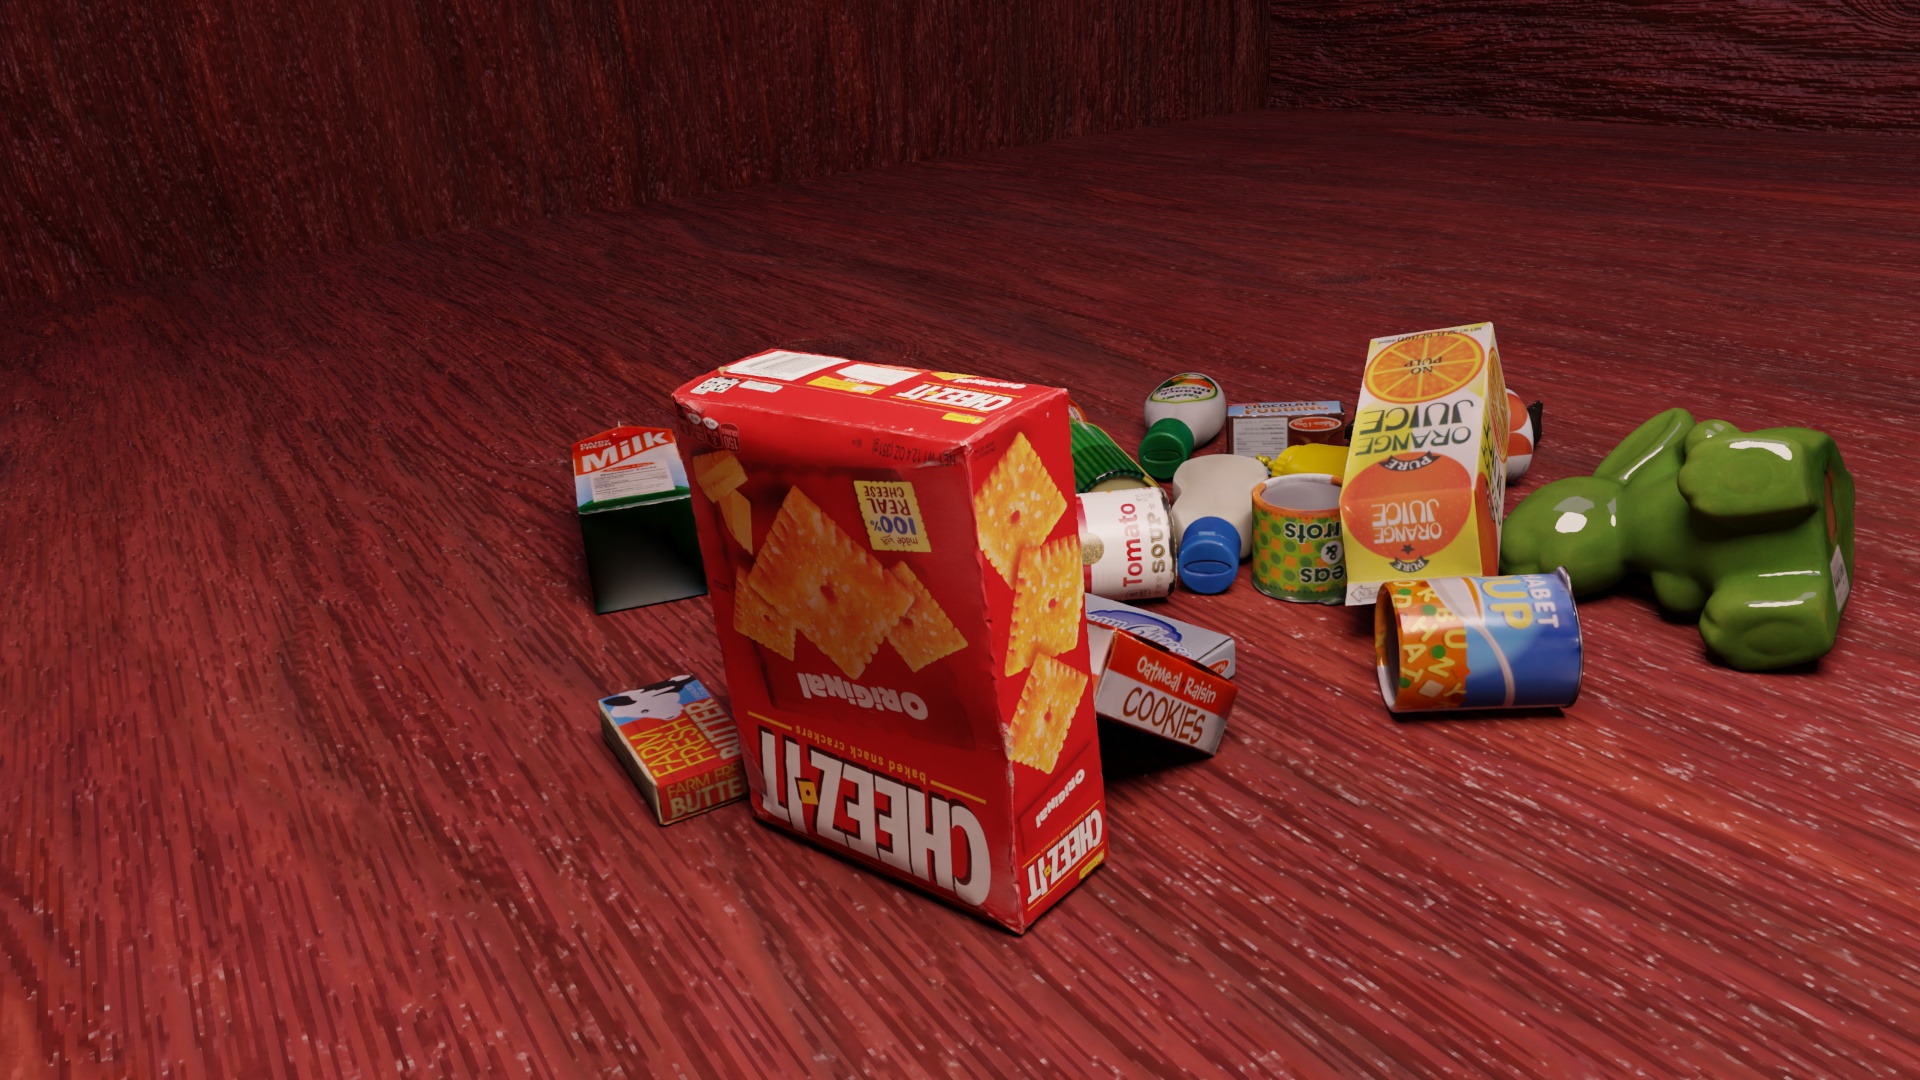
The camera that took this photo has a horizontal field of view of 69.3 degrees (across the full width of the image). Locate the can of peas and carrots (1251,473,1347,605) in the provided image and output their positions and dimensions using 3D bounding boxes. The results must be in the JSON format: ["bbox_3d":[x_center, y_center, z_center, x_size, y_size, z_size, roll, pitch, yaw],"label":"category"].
[{"bbox_3d":[0.208,-0.002,0.829,0.071,0.058,0.071,-5,22,2],"label":"can of peas and carrots"}]

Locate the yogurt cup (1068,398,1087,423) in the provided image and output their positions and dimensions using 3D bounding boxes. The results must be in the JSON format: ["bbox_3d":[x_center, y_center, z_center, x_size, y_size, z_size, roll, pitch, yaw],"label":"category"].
[{"bbox_3d":[0.060,-0.079,1.047,0.072,0.072,0.054,12,19,35],"label":"yogurt cup"}]

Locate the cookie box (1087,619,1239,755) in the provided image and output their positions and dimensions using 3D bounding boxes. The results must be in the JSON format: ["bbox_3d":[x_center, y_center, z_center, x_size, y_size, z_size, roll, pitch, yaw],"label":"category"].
[{"bbox_3d":[0.031,0.054,0.670,0.167,0.040,0.123,13,-7,38],"label":"cookie box"}]

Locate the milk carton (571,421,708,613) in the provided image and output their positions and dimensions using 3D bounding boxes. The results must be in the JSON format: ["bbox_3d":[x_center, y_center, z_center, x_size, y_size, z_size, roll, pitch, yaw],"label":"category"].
[{"bbox_3d":[-0.224,-0.024,0.954,0.073,0.072,0.191,-10,24,-13],"label":"milk carton"}]

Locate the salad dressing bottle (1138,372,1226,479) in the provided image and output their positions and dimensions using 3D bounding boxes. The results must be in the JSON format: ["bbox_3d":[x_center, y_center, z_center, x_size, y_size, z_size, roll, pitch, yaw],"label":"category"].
[{"bbox_3d":[0.168,-0.089,1.072,0.064,0.043,0.148,1,23,18],"label":"salad dressing bottle"}]

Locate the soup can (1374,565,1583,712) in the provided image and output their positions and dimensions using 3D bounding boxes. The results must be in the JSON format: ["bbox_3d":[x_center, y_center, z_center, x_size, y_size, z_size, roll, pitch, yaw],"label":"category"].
[{"bbox_3d":[0.252,0.048,0.681,0.084,0.071,0.071,-3,22,6],"label":"soup can"}]

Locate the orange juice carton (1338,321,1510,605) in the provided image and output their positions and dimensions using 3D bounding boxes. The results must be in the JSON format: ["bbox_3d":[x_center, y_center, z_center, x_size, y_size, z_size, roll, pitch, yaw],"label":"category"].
[{"bbox_3d":[0.265,-0.035,0.787,0.072,0.072,0.194,-5,41,30],"label":"orange juice carton"}]

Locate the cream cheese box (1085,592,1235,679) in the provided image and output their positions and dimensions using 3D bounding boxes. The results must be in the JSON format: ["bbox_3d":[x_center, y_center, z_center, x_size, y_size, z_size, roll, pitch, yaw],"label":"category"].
[{"bbox_3d":[0.090,0.059,0.749,0.104,0.024,0.053,16,30,42],"label":"cream cheese box"}]

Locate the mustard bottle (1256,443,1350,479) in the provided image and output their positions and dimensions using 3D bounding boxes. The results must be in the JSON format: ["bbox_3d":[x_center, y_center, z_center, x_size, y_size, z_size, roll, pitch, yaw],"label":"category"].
[{"bbox_3d":[0.253,-0.033,0.910,0.065,0.048,0.160,-24,27,-23],"label":"mustard bottle"}]

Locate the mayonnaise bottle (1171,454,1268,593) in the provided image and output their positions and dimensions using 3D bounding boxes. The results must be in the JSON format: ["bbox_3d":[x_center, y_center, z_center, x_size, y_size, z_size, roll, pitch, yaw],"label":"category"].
[{"bbox_3d":[0.163,-0.013,0.891,0.065,0.041,0.149,0,23,15],"label":"mayonnaise bottle"}]

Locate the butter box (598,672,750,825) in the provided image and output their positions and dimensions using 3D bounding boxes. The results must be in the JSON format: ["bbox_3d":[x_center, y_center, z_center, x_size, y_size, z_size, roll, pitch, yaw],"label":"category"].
[{"bbox_3d":[-0.140,0.101,0.691,0.053,0.024,0.103,-16,24,-25],"label":"butter box"}]

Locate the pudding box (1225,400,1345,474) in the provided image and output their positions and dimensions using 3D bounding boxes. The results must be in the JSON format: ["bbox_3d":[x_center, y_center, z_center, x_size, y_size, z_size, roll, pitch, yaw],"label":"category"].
[{"bbox_3d":[0.237,-0.074,1.013,0.084,0.049,0.030,0,24,13],"label":"pudding box"}]

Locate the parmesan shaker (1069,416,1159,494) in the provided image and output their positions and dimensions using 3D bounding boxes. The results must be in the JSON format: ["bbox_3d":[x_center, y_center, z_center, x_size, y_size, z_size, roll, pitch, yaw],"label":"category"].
[{"bbox_3d":[0.088,-0.035,0.919,0.071,0.071,0.103,-8,22,-9],"label":"parmesan shaker"}]

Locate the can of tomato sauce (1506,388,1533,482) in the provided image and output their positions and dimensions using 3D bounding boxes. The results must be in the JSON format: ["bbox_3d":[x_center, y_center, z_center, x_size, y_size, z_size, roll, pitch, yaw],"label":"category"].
[{"bbox_3d":[0.339,-0.070,0.956,0.083,0.071,0.071,-7,22,-8],"label":"can of tomato sauce"}]
